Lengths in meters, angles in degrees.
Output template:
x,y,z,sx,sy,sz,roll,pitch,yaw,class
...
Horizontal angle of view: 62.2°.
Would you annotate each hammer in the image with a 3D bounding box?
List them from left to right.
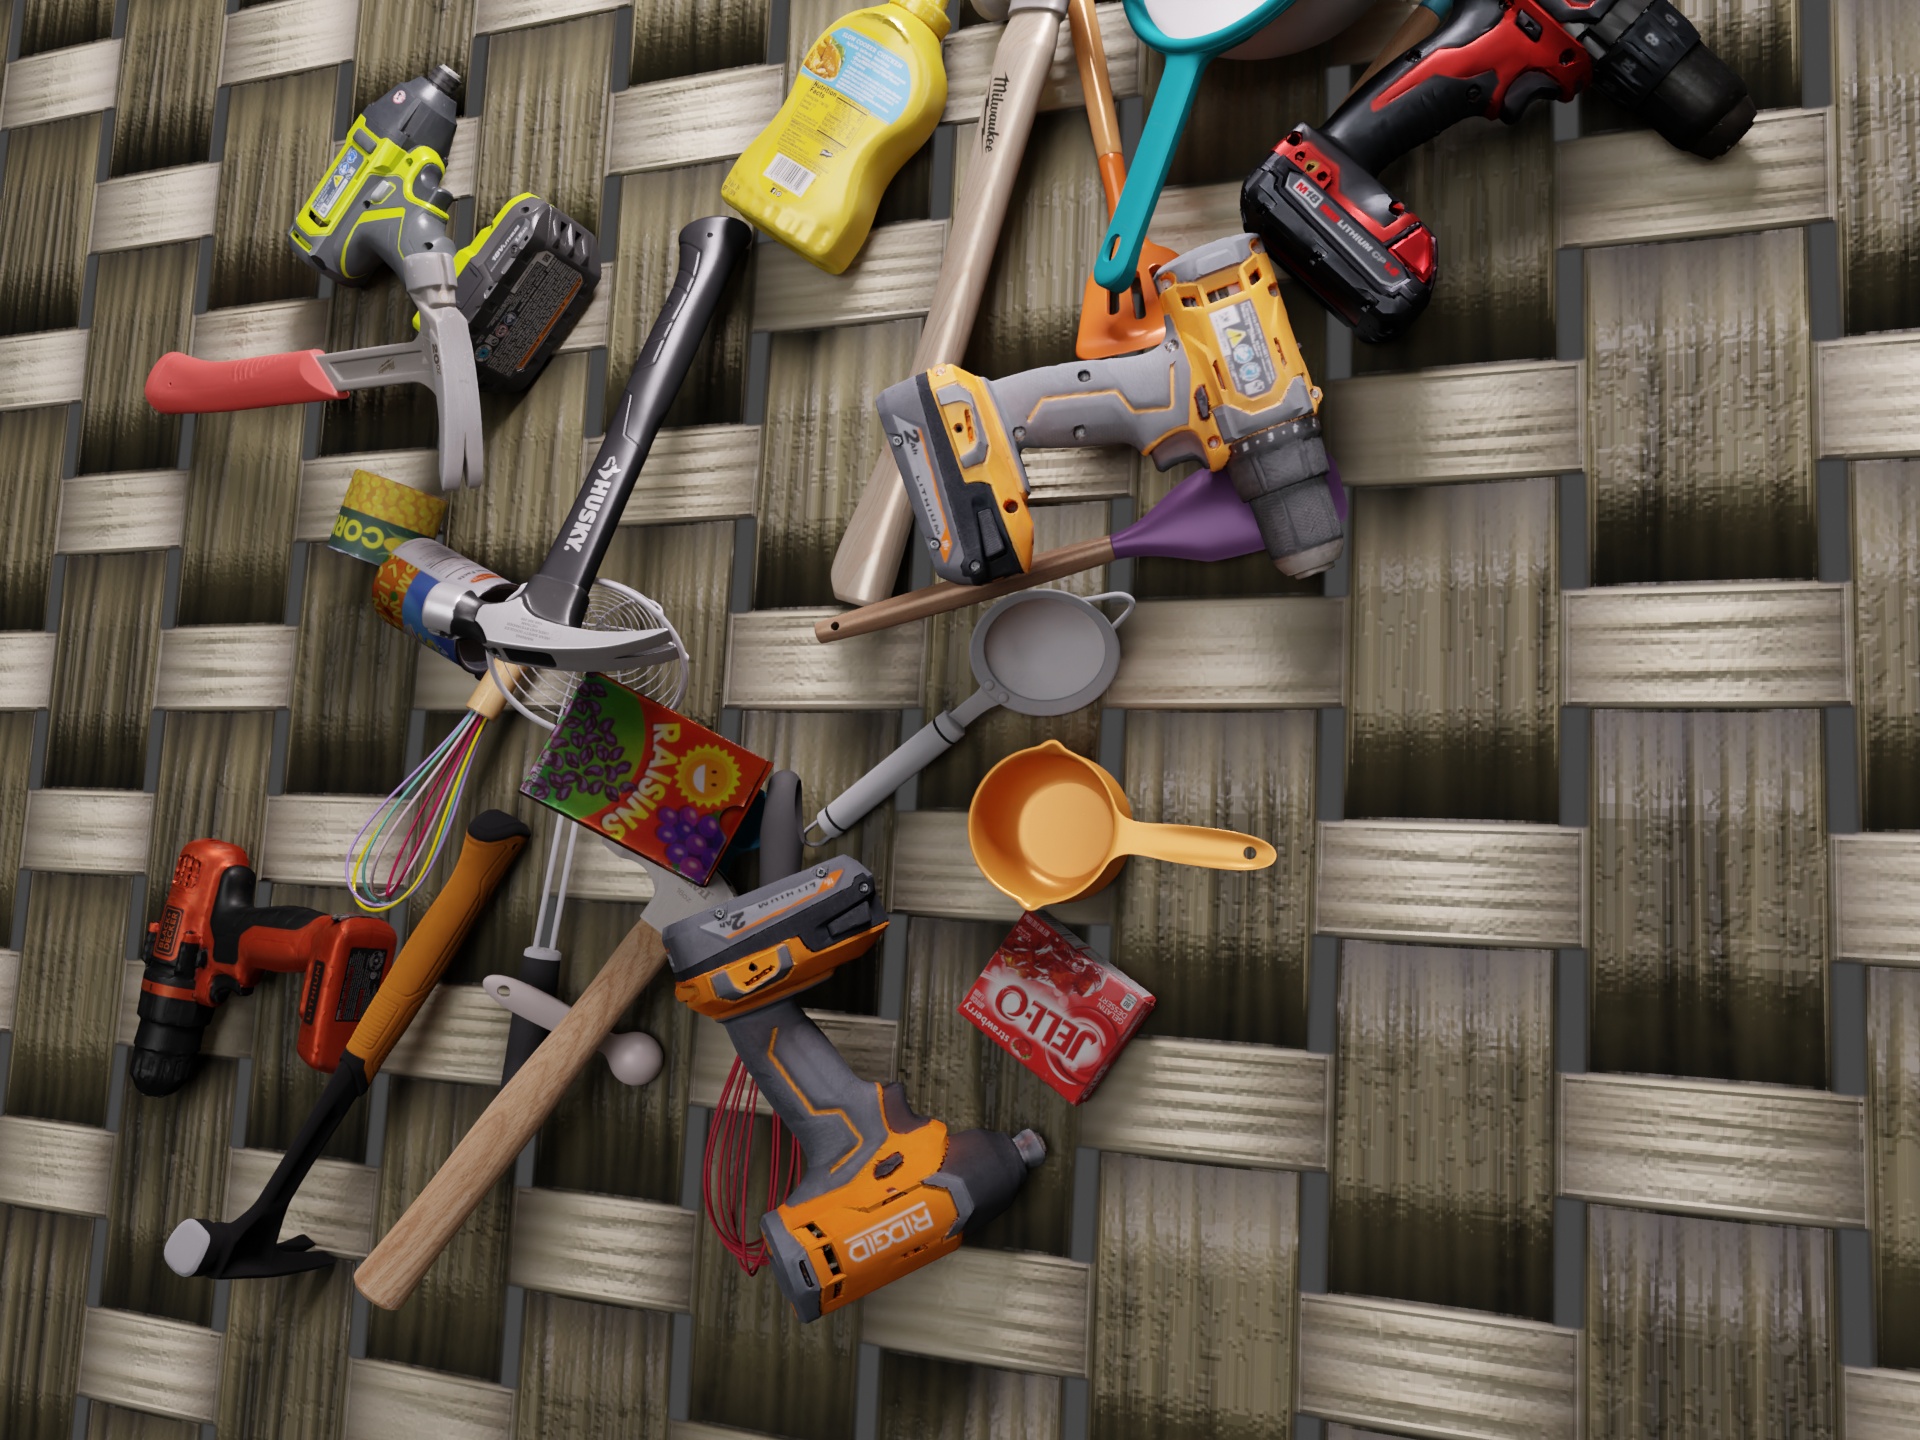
x,y,z,sx,sy,sz,roll,pitch,yaw,class
-0.463,-0.231,1.118,0.359,0.036,0.149,4,102,36,hammer
-0.379,0.211,1.043,0.034,0.127,0.337,28,84,24,hammer
-0.252,0.220,0.972,0.130,0.031,0.331,38,88,4,hammer
-0.197,-0.179,0.984,0.146,0.035,0.335,15,66,8,hammer
0.006,-0.263,0.948,0.146,0.038,0.410,21,95,52,hammer

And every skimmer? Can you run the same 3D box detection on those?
x,y,z,sx,sy,sz,roll,pitch,yaw,class
-0.258,0.091,1.002,0.127,0.090,0.363,10,88,-6,skimmer

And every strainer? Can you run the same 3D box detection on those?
x,y,z,sx,sy,sz,roll,pitch,yaw,class
-0.001,-0.003,0.939,0.258,0.050,0.086,-39,114,18,strainer
0.169,-0.392,0.887,0.211,0.095,0.340,32,105,53,strainer

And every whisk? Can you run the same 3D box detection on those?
x,y,z,sx,sy,sz,roll,pitch,yaw,class
-0.324,0.017,1.045,0.047,0.051,0.245,12,70,53,whisk
-0.112,0.176,0.943,0.073,0.073,0.296,-1,81,22,whisk

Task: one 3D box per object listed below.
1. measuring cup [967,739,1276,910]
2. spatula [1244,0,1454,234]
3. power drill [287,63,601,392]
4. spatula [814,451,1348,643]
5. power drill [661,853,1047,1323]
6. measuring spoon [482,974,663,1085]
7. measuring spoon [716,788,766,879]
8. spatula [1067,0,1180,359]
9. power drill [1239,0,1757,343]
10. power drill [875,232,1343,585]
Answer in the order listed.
x,y,z,sx,sy,sz,roll,pitch,yaw,class
0.093,0.065,0.885,0.174,0.052,0.095,6,85,21,measuring cup
0.243,-0.378,0.889,0.082,0.044,0.317,39,99,15,spatula
-0.360,-0.347,1.113,0.223,0.080,0.171,42,100,25,power drill
0.063,-0.095,0.921,0.316,0.018,0.060,-16,78,11,spatula
-0.058,0.193,0.883,0.164,0.084,0.226,-21,87,-15,power drill
-0.244,0.193,0.994,0.124,0.018,0.034,28,97,-3,measuring spoon
-0.153,0.095,1.002,0.042,0.021,0.128,33,105,8,measuring spoon
0.085,-0.362,0.952,0.081,0.041,0.323,-12,77,13,spatula
0.280,-0.306,0.838,0.188,0.080,0.226,43,99,3,power drill
0.088,-0.140,0.869,0.226,0.084,0.185,-20,92,6,power drill
